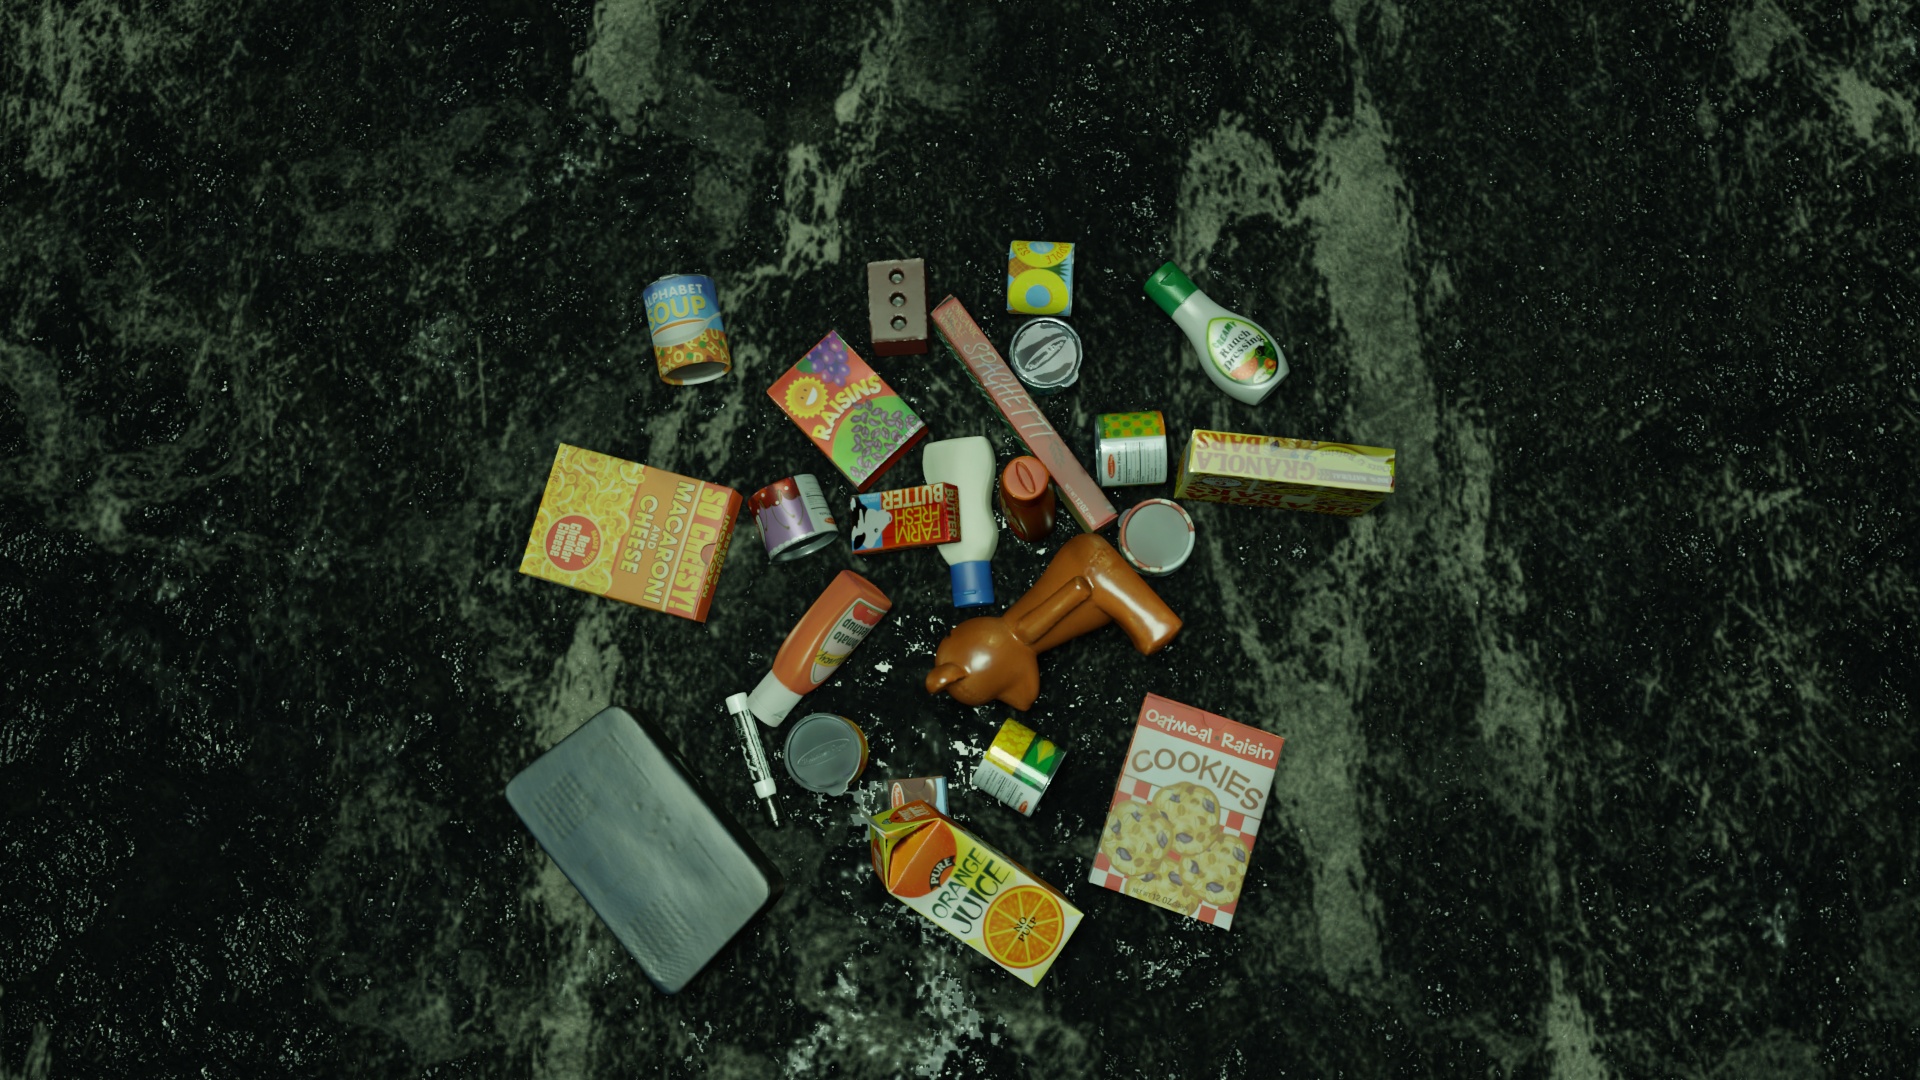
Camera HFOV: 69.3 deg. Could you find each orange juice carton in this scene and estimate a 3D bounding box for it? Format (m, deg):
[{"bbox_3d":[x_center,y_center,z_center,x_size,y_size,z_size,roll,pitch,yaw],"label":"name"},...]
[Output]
[{"bbox_3d":[-0.002,0.277,1.138,0.192,0.072,0.073,36,84,-12],"label":"orange juice carton"}]

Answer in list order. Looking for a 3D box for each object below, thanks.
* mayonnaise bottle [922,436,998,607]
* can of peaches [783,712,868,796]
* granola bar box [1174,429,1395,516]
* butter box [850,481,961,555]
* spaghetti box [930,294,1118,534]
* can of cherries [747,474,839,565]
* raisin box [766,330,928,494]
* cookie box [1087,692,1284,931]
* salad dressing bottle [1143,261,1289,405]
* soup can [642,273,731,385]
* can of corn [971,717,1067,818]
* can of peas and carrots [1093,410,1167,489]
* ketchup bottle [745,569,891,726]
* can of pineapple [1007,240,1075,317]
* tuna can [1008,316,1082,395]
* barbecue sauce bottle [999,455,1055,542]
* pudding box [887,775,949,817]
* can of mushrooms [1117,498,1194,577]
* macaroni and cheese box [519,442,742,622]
[{"bbox_3d":[0.004,-0.015,1.232,0.065,0.041,0.148,-7,82,10],"label":"mayonnaise bottle"},{"bbox_3d":[-0.114,0.185,1.197,0.071,0.058,0.071,0,81,3],"label":"can of peaches"},{"bbox_3d":[0.271,-0.056,1.180,0.166,0.124,0.039,6,82,4],"label":"granola bar box"},{"bbox_3d":[-0.049,-0.019,1.221,0.103,0.024,0.053,-7,81,31],"label":"butter box"},{"bbox_3d":[0.055,-0.110,1.239,0.029,0.050,0.250,-36,80,-3],"label":"spaghetti box"},{"bbox_3d":[-0.150,-0.018,1.228,0.071,0.071,0.058,-24,80,0],"label":"can of cherries"},{"bbox_3d":[-0.102,-0.116,1.255,0.086,0.040,0.123,-44,82,-3],"label":"raisin box"},{"bbox_3d":[0.192,0.228,1.180,0.123,0.040,0.167,18,82,6],"label":"cookie box"},{"bbox_3d":[0.227,-0.187,1.245,0.064,0.044,0.148,-43,81,-3],"label":"salad dressing bottle"},{"bbox_3d":[-0.249,-0.191,1.259,0.071,0.071,0.084,-14,81,1],"label":"soup can"},{"bbox_3d":[0.051,0.191,1.183,0.058,0.071,0.071,30,84,8],"label":"can of corn"},{"bbox_3d":[0.149,-0.082,1.223,0.059,0.071,0.071,-4,81,3],"label":"can of peas and carrots"},{"bbox_3d":[-0.127,0.096,1.213,0.148,0.064,0.043,-50,58,4],"label":"ketchup bottle"},{"bbox_3d":[0.073,-0.237,1.249,0.058,0.071,0.071,3,81,4],"label":"can of pineapple"},{"bbox_3d":[0.079,-0.164,1.255,0.071,0.033,0.071,-1,81,3],"label":"tuna can"},{"bbox_3d":[0.056,-0.039,1.177,0.044,0.148,0.065,-25,81,-1],"label":"barbecue sauce bottle"},{"bbox_3d":[-0.034,0.246,1.196,0.050,0.030,0.084,-6,80,3],"label":"pudding box"},{"bbox_3d":[0.171,-0.004,1.223,0.071,0.033,0.071,0,82,3],"label":"can of mushrooms"},{"bbox_3d":[-0.295,-0.006,1.247,0.166,0.040,0.124,15,83,6],"label":"macaroni and cheese box"}]
